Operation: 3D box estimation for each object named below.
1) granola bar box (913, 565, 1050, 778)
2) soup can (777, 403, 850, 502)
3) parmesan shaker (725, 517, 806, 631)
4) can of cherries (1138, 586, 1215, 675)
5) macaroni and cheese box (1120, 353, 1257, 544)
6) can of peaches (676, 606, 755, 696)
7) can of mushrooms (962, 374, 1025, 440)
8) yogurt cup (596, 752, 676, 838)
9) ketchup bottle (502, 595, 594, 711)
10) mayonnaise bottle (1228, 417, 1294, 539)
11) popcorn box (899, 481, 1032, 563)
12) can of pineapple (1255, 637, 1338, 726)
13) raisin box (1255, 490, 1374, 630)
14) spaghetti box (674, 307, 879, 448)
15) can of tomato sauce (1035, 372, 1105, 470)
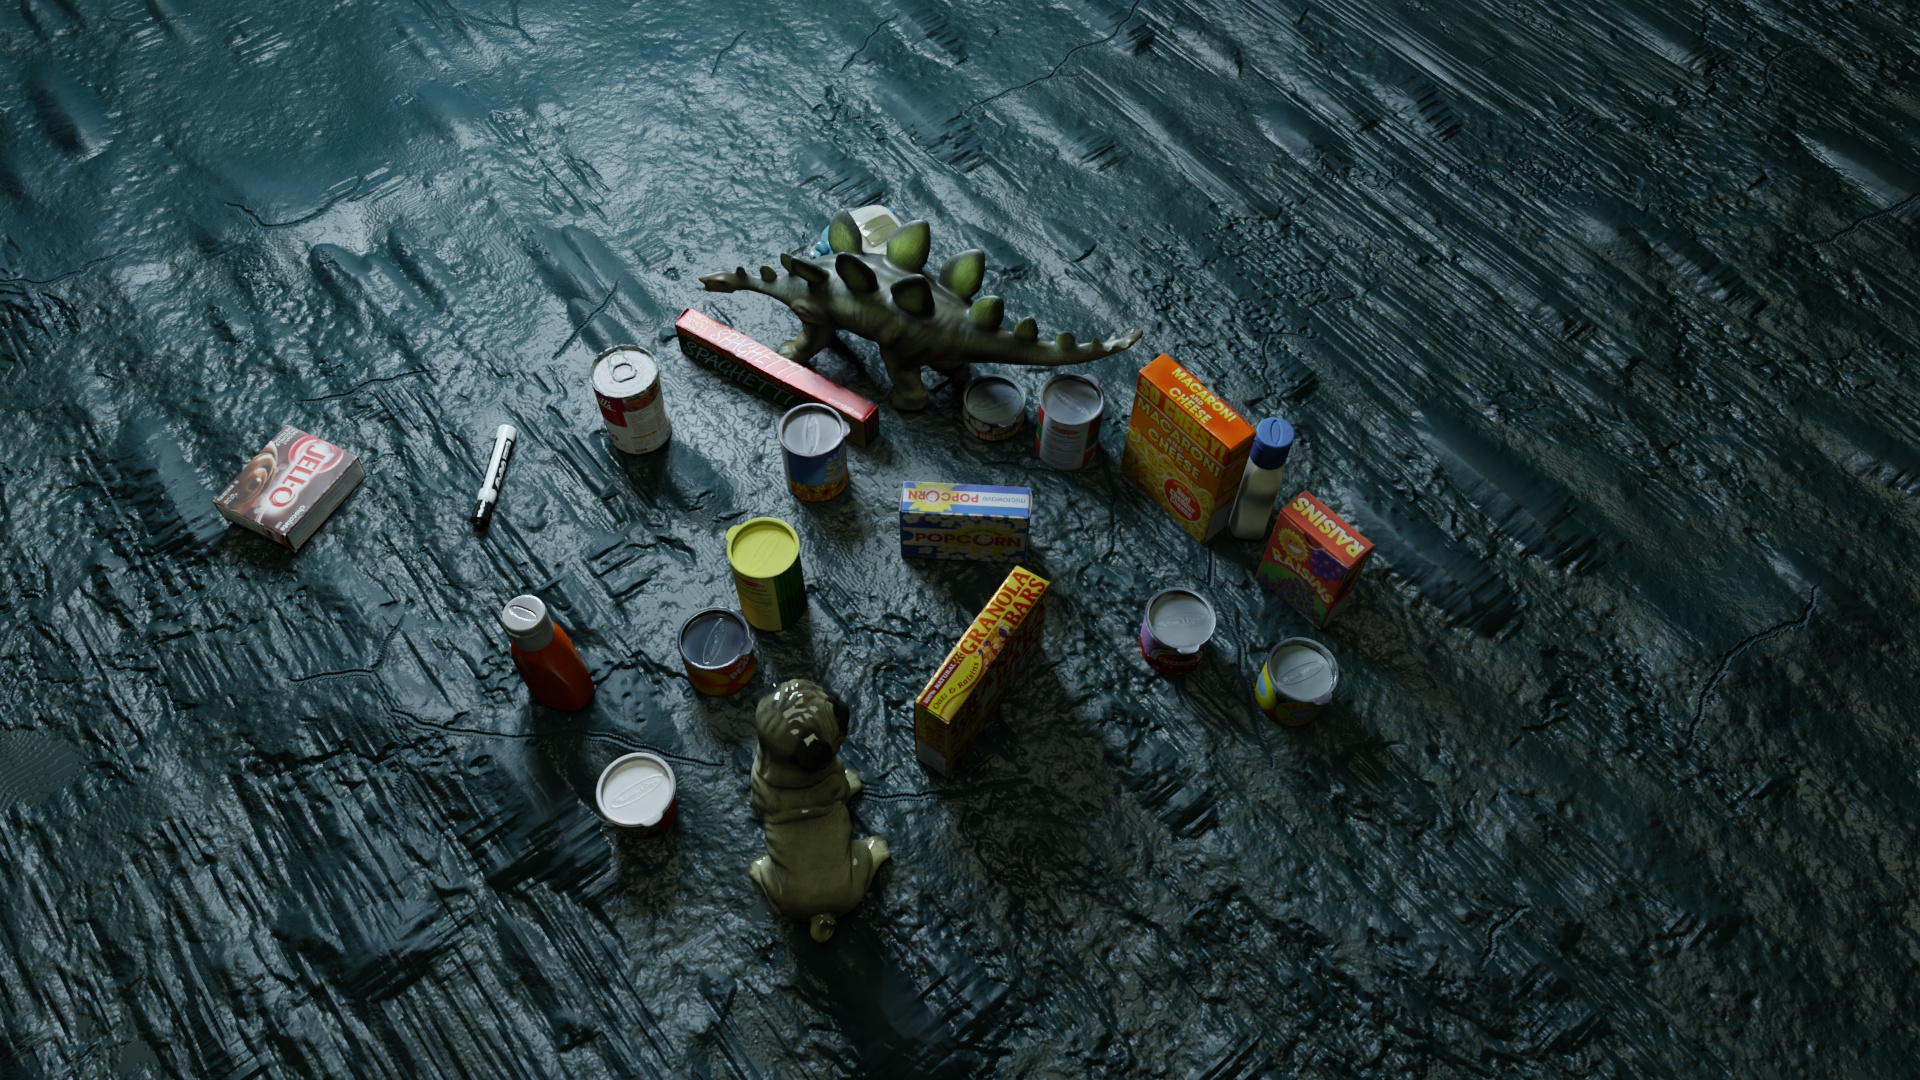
[{"bbox_3d":[0.019,0.119,1.255,0.039,0.123,0.166,29,62,16],"label":"granola bar box"},{"bbox_3d":[-0.145,-0.088,1.405,0.071,0.083,0.071,1,58,-1],"label":"soup can"},{"bbox_3d":[-0.184,0.032,1.318,0.071,0.102,0.071,1,58,-1],"label":"parmesan shaker"},{"bbox_3d":[0.205,0.089,1.317,0.071,0.058,0.072,1,58,-1],"label":"can of cherries"},{"bbox_3d":[0.221,-0.089,1.366,0.040,0.165,0.124,-36,65,-21],"label":"macaroni and cheese box"},{"bbox_3d":[-0.225,0.105,1.297,0.071,0.057,0.071,1,58,-1],"label":"can of peaches"},{"bbox_3d":[0.036,-0.139,1.471,0.071,0.033,0.071,1,58,-1],"label":"can of mushrooms"},{"bbox_3d":[-0.281,0.228,1.221,0.072,0.053,0.073,1,58,-1],"label":"yogurt cup"},{"bbox_3d":[-0.373,0.101,1.243,0.065,0.148,0.044,20,60,11],"label":"ketchup bottle"},{"bbox_3d":[0.294,-0.062,1.362,0.041,0.147,0.065,6,58,3],"label":"mayonnaise bottle"},{"bbox_3d":[0.005,-0.017,1.363,0.127,0.084,0.038,3,58,1],"label":"popcorn box"},{"bbox_3d":[0.312,0.134,1.291,0.071,0.057,0.071,1,58,-1],"label":"can of pineapple"},{"bbox_3d":[0.335,0.020,1.325,0.040,0.122,0.086,-36,65,-21],"label":"raisin box"},{"bbox_3d":[-0.197,-0.174,1.479,0.250,0.050,0.029,28,62,16],"label":"spaghetti box"},{"bbox_3d":[0.113,-0.123,1.434,0.071,0.082,0.071,1,58,-1],"label":"can of tomato sauce"}]
